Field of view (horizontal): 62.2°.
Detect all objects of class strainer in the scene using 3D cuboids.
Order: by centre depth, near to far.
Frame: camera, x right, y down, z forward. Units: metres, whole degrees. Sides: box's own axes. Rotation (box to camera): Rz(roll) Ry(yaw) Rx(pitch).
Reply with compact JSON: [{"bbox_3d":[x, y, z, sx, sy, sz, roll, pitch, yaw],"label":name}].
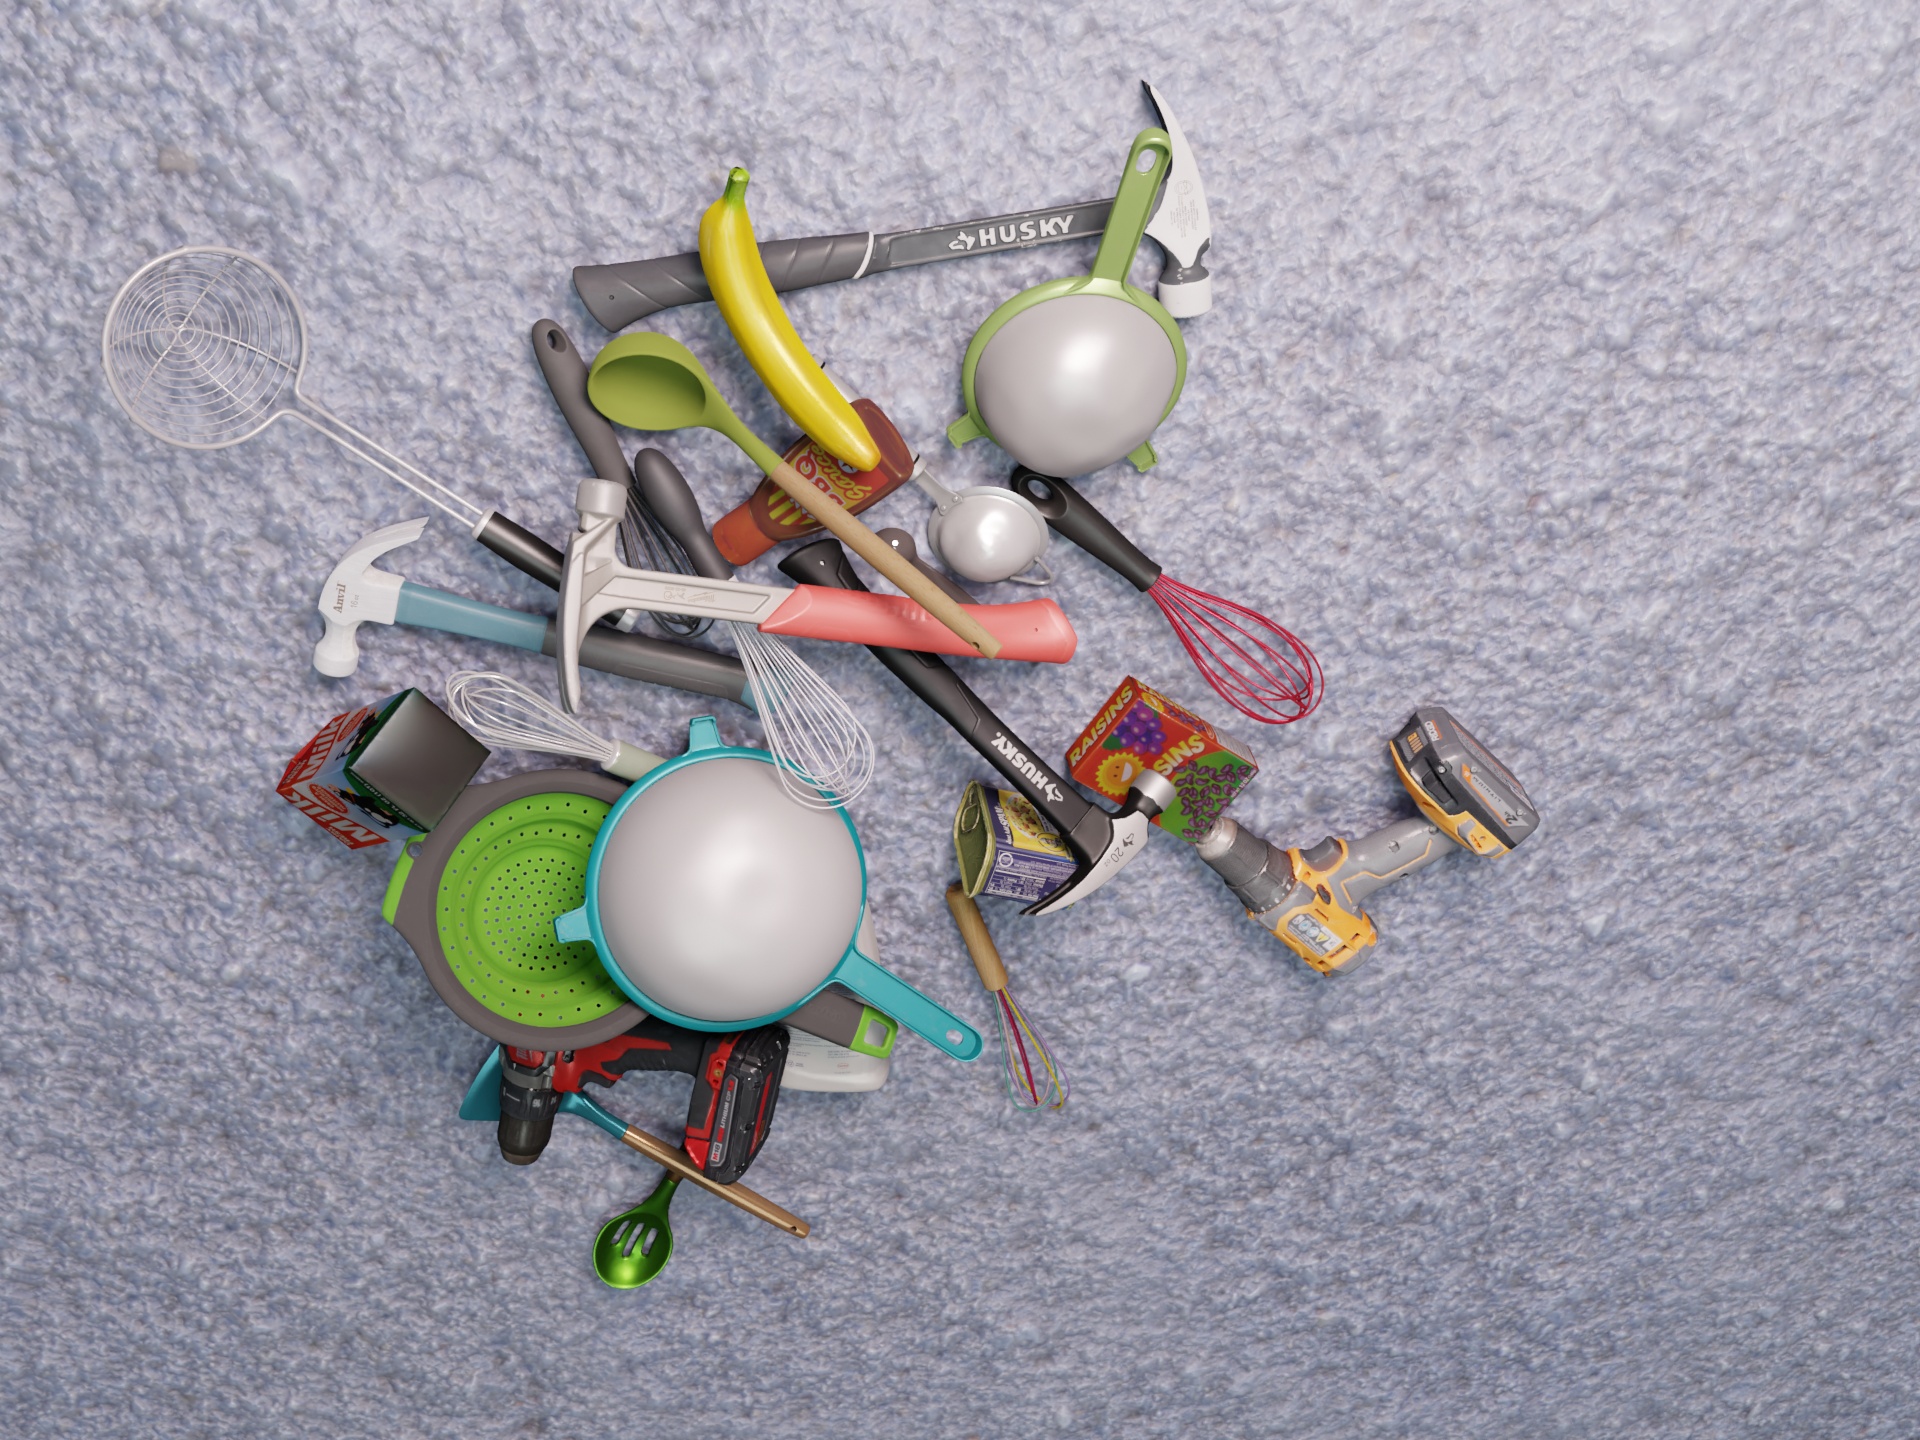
[{"bbox_3d":[0.089,-0.243,1.004,0.151,0.069,0.256,6,139,-11],"label":"strainer"},{"bbox_3d":[-0.028,-0.167,1.098,0.087,0.050,0.258,-33,115,34],"label":"strainer"},{"bbox_3d":[-0.107,0.161,1.155,0.340,0.095,0.211,36,78,-15],"label":"strainer"}]

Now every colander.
[{"bbox_3d":[-0.237,0.176,1.216,0.397,0.094,0.205,25,72,-17],"label":"colander"}]

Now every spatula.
[{"bbox_3d":[-0.268,0.371,1.362,0.317,0.044,0.082,31,99,-9],"label":"spatula"}]

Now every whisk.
[{"bbox_3d":[-0.228,-0.161,1.079,0.055,0.055,0.238,-20,115,6],"label":"whisk"},{"bbox_3d":[-0.146,-0.060,1.093,0.070,0.070,0.284,-27,108,9],"label":"whisk"},{"bbox_3d":[0.152,-0.090,1.154,0.295,0.073,0.073,37,110,-17],"label":"whisk"},{"bbox_3d":[-0.262,0.021,1.157,0.246,0.059,0.058,27,120,-36],"label":"whisk"},{"bbox_3d":[0.034,0.238,1.340,0.051,0.047,0.244,-25,116,-5],"label":"whisk"}]

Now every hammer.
[{"bbox_3d":[-0.043,-0.306,1.019,0.409,0.036,0.149,-9,119,-1],"label":"hammer"},{"bbox_3d":[-0.087,-0.062,1.072,0.359,0.037,0.149,6,88,-24],"label":"hammer"},{"bbox_3d":[-0.284,-0.057,1.139,0.331,0.033,0.128,13,119,-13],"label":"hammer"},{"bbox_3d":[-0.002,-0.004,1.145,0.334,0.035,0.146,44,73,-10],"label":"hammer"}]

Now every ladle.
[{"bbox_3d":[-0.105,-0.138,1.026,0.320,0.062,0.078,40,146,2],"label":"ladle"}]

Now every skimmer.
[{"bbox_3d":[-0.361,-0.161,1.024,0.363,0.090,0.127,33,84,-18],"label":"skimmer"}]

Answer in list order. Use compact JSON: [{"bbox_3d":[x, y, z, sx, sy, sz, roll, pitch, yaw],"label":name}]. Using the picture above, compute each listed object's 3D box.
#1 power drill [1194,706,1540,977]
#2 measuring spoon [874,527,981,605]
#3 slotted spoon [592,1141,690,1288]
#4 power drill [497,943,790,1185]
[{"bbox_3d":[0.315,0.089,1.262,0.185,0.084,0.226,38,114,-22],"label":"power drill"},{"bbox_3d":[-0.017,-0.094,1.151,0.124,0.018,0.034,38,121,-24],"label":"measuring spoon"},{"bbox_3d":[-0.240,0.385,1.402,0.070,0.031,0.313,25,112,-16],"label":"slotted spoon"},{"bbox_3d":[-0.266,0.295,1.275,0.227,0.080,0.188,16,105,8],"label":"power drill"}]
